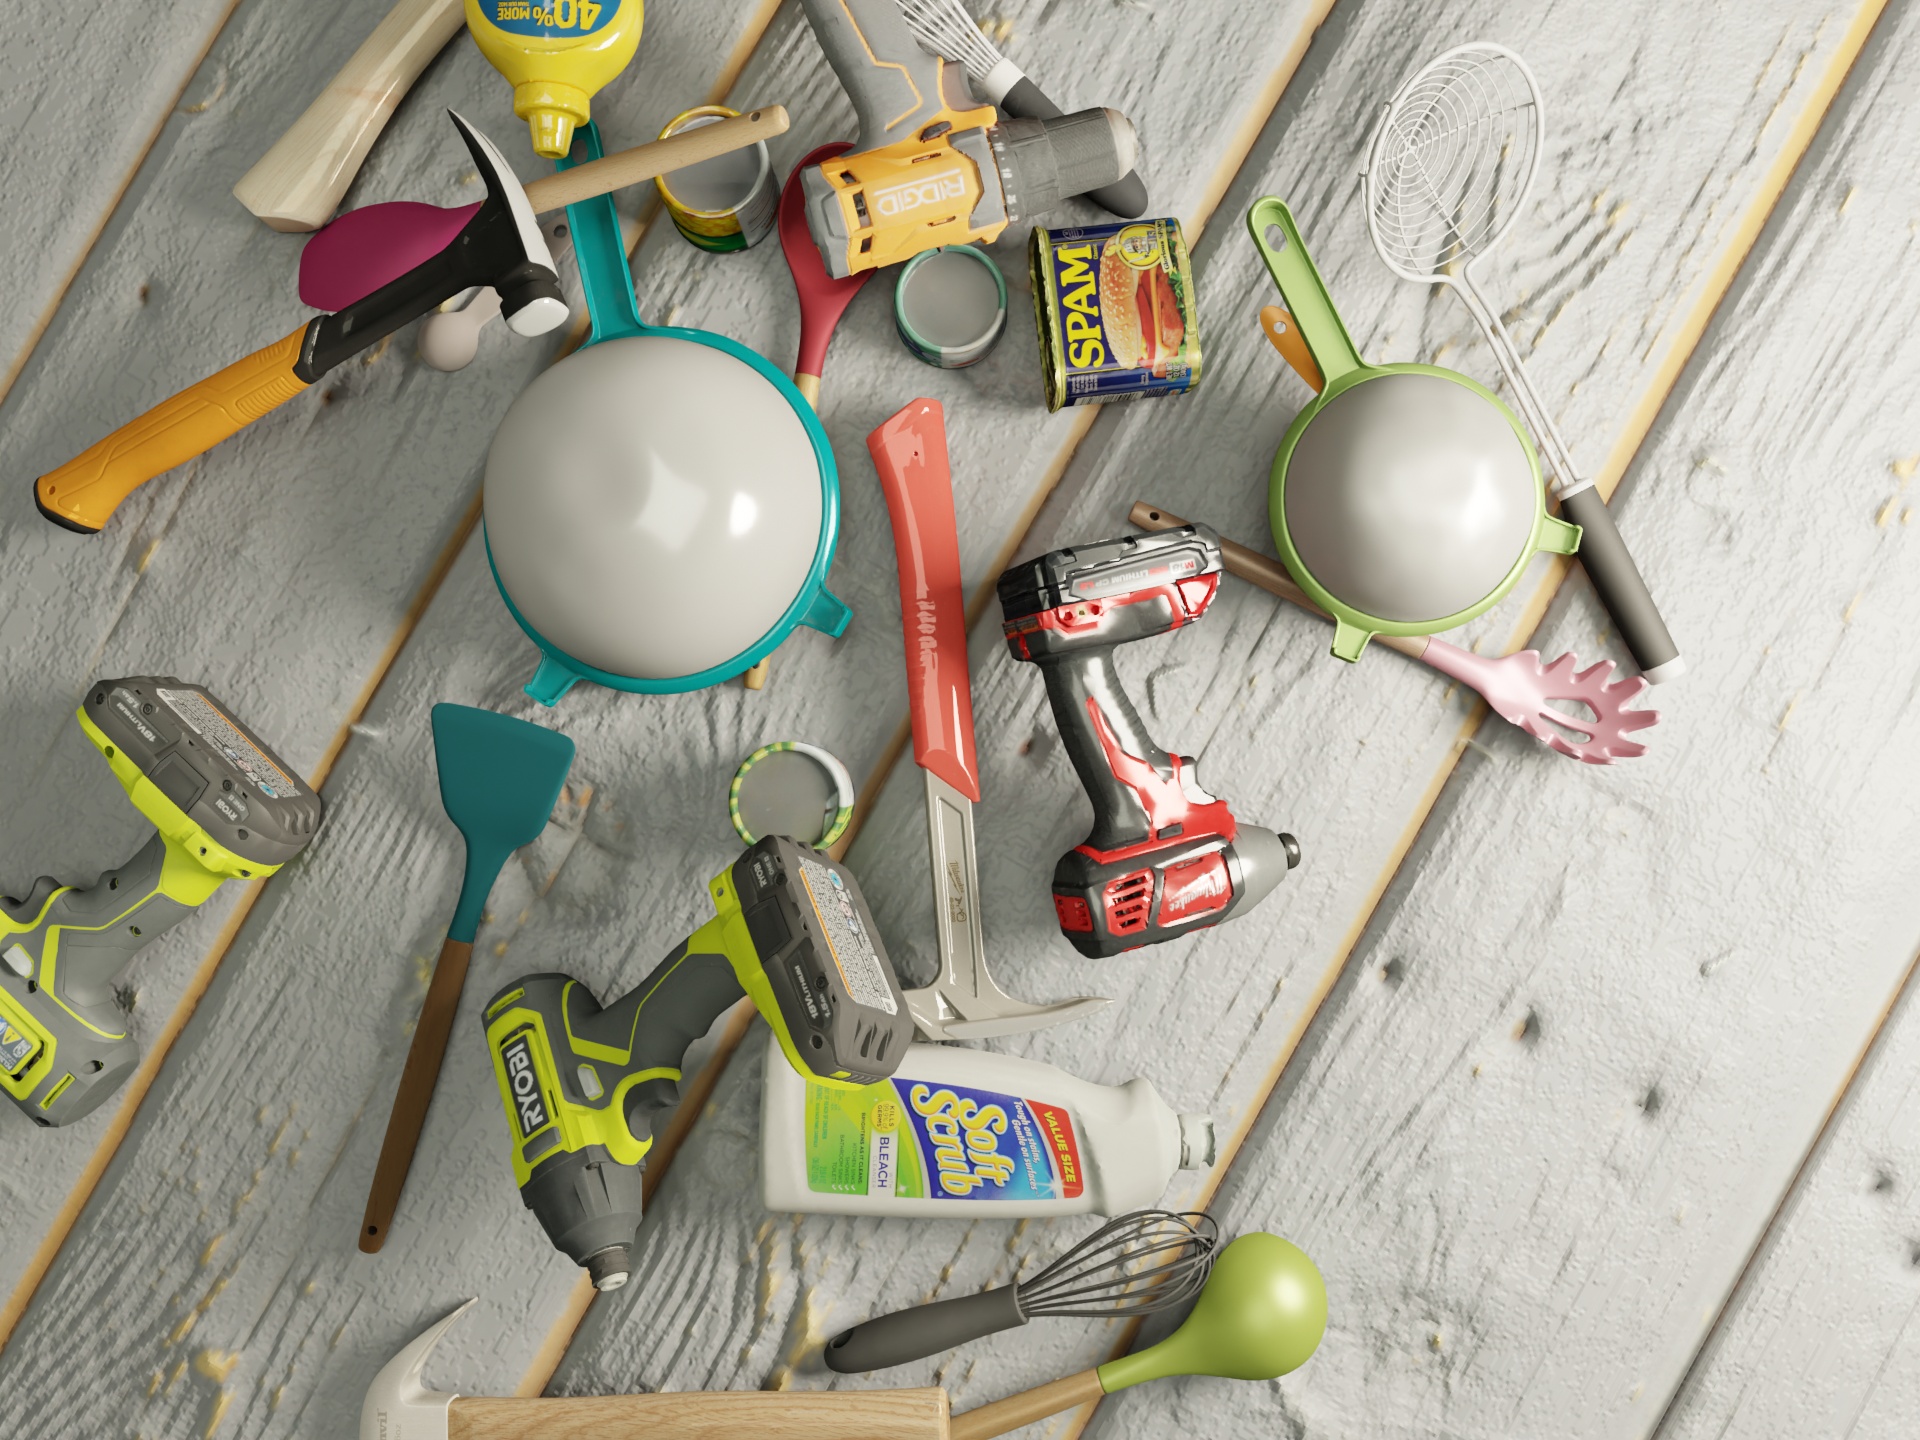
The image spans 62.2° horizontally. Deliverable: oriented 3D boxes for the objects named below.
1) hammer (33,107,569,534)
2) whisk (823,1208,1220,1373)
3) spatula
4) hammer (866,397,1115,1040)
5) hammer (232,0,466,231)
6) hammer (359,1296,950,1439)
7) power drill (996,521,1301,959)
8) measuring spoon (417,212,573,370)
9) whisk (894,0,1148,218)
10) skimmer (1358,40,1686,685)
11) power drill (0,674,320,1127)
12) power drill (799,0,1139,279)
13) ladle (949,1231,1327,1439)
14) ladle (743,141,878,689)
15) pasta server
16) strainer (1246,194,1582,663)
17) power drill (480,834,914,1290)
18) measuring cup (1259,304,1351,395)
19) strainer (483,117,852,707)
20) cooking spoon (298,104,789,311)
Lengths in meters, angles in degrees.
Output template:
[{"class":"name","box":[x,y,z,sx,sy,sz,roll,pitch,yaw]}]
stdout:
[{"class":"hammer","box":[-0.378,-0.201,0.881,0.337,0.034,0.127,-26,78,12]},{"class":"whisk","box":[0.032,0.320,0.880,0.239,0.055,0.055,-21,88,12]},{"class":"spatula","box":[-0.295,0.150,0.899,0.082,0.044,0.317,16,89,-3]},{"class":"hammer","box":[-0.001,-0.003,0.898,0.149,0.037,0.359,-3,85,-15]},{"class":"hammer","box":[-0.278,-0.453,0.922,0.146,0.038,0.410,42,89,3]},{"class":"hammer","box":[-0.171,0.388,0.885,0.331,0.031,0.130,-3,87,5]},{"class":"power drill","box":[0.106,0.010,0.876,0.143,0.078,0.219,-13,91,-19]},{"class":"measuring spoon","box":[-0.268,-0.253,0.924,0.124,0.018,0.034,-45,88,-2]},{"class":"whisk","box":[0.000,-0.388,0.912,0.284,0.070,0.070,42,89,-4]},{"class":"skimmer","box":[0.331,-0.190,0.882,0.127,0.090,0.363,-26,89,-17]},{"class":"power drill","box":[-0.495,0.085,0.887,0.190,0.080,0.228,43,91,1]},{"class":"power drill","box":[-0.014,-0.369,0.851,0.185,0.084,0.226,-15,105,-1]},{"class":"ladle","box":[0.055,0.375,0.897,0.320,0.062,0.078,-23,95,6]},{"class":"ladle","box":[-0.092,-0.173,0.917,0.069,0.031,0.315,10,90,3]},{"class":"pasta server","box":[0.242,-0.056,0.906,0.316,0.040,0.060,26,76,2]},{"class":"strainer","box":[0.220,-0.168,0.841,0.151,0.069,0.256,-26,90,0]},{"class":"power drill","box":[-0.143,0.176,0.833,0.223,0.080,0.171,-35,59,15]},{"class":"measuring cup","box":[0.226,-0.163,0.903,0.095,0.052,0.173,-40,87,-1]},{"class":"strainer","box":[-0.192,-0.183,0.871,0.211,0.095,0.340,-13,88,8]},{"class":"cooking spoon","box":[-0.239,-0.287,0.876,0.319,0.017,0.069,-10,72,19]}]
